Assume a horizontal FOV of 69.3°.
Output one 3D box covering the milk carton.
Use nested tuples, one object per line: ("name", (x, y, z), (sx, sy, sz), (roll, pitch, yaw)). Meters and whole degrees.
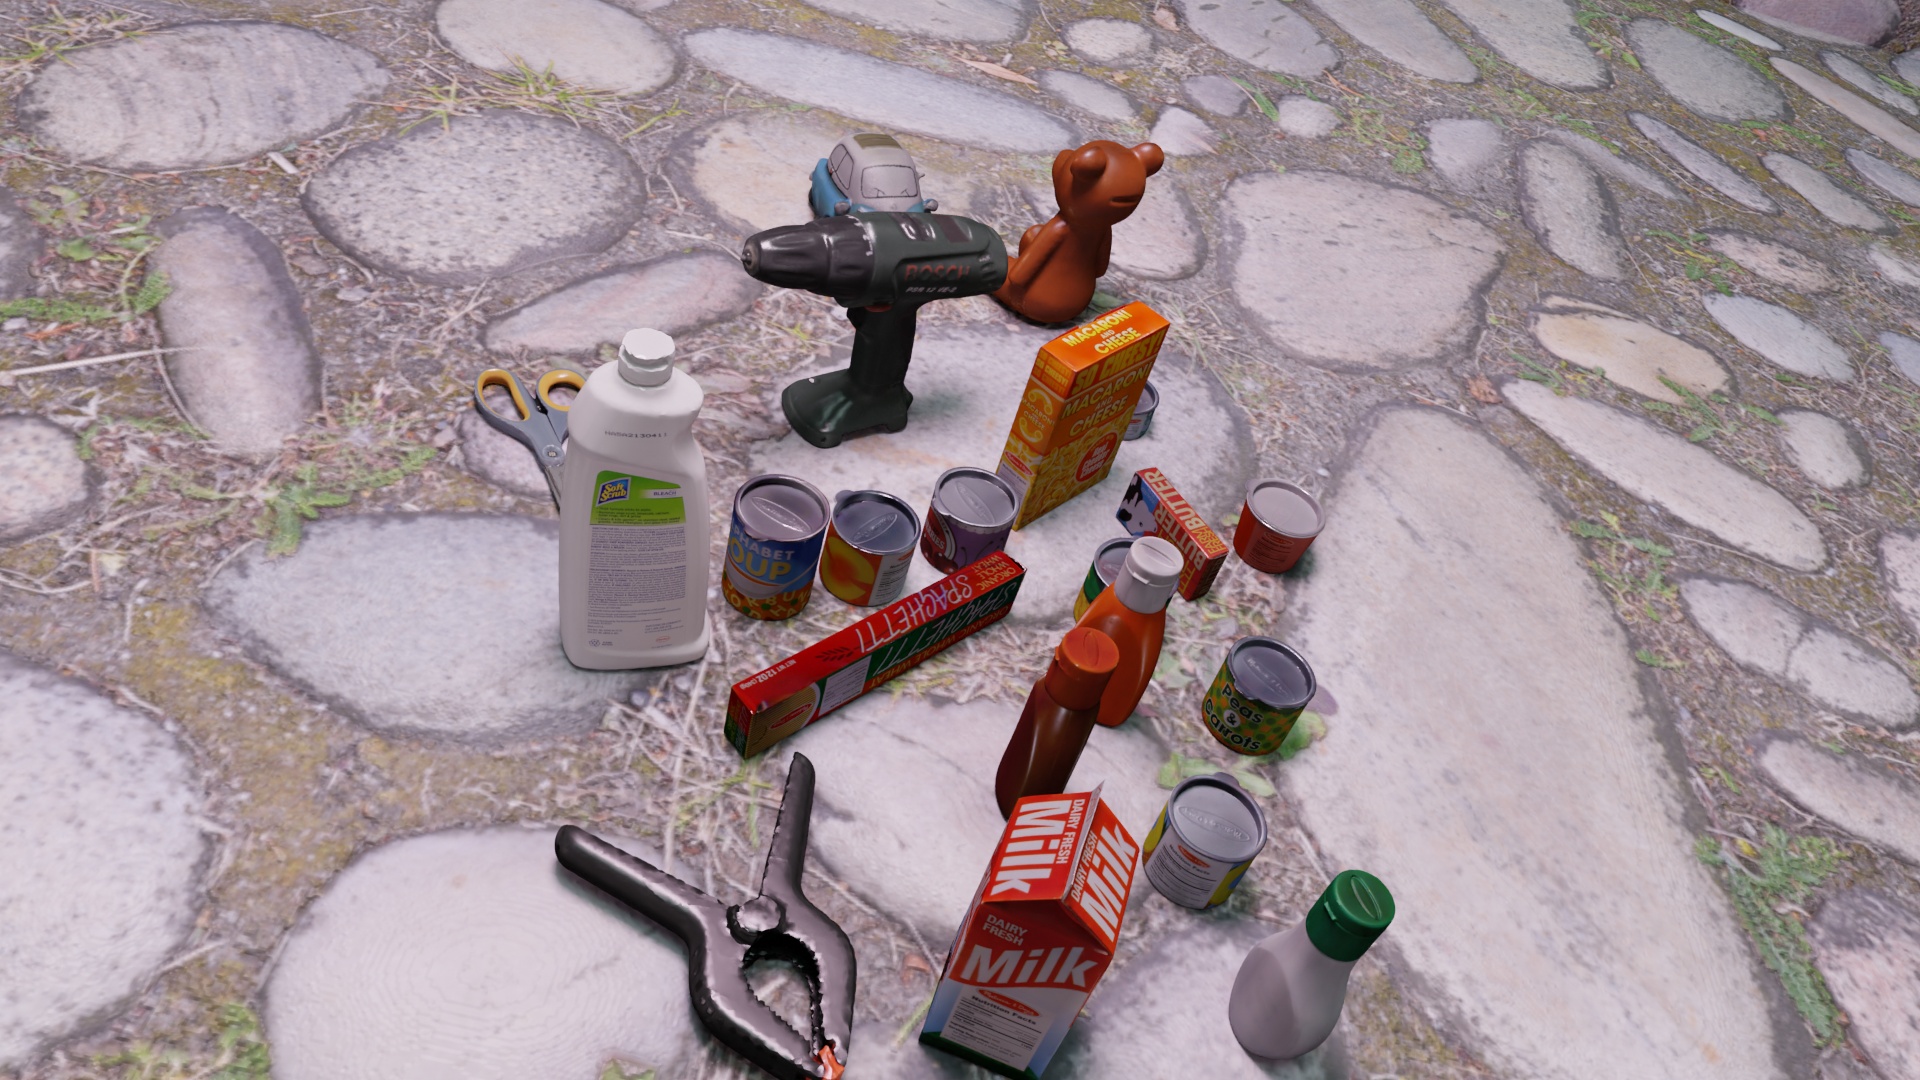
("milk carton", (0.041, 0.208, 0.745), (0.073, 0.189, 0.073), (22, 42, 4))

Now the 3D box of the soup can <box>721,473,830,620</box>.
("soup can", (-0.132, 0.007, 0.974), (0.071, 0.083, 0.072), (10, 43, -9))

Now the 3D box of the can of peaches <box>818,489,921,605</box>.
("can of peaches", (-0.069, 0.004, 1.018), (0.071, 0.057, 0.071), (10, 43, -9))

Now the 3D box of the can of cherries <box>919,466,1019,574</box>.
("can of cherries", (0.004, -0.013, 1.061), (0.071, 0.058, 0.072), (10, 43, -9))

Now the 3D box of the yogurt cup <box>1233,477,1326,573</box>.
("yogurt cup", (0.260, -0.010, 1.149), (0.072, 0.053, 0.073), (10, 43, -9))

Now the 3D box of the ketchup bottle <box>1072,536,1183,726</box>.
("ketchup bottle", (0.111, 0.062, 0.953), (0.065, 0.148, 0.044), (33, 44, 16))

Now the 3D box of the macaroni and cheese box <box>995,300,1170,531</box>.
("macaroni and cheese box", (0.091, -0.099, 1.100), (0.040, 0.165, 0.124), (40, 47, 22))

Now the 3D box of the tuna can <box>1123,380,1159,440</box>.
("tuna can", (0.141, -0.124, 1.242), (0.071, 0.032, 0.071), (10, 43, -9))

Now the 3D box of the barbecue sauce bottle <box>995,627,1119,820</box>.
("barbecue sauce bottle", (0.060, 0.116, 0.879), (0.044, 0.147, 0.065), (12, 43, -7))

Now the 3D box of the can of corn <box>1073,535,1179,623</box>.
("can of corn", (0.125, 0.039, 1.047), (0.071, 0.058, 0.071), (10, 43, -9))

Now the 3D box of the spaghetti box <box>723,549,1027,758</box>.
("spaghetti box", (-0.053, 0.073, 0.957), (0.251, 0.049, 0.029), (-26, 58, -38))

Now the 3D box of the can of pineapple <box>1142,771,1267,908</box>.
("can of pineapple", (0.158, 0.194, 0.898), (0.071, 0.057, 0.071), (10, 43, -9))

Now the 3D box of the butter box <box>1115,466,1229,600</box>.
("butter box", (0.169, -0.006, 1.114), (0.024, 0.052, 0.104), (-14, 51, -31))

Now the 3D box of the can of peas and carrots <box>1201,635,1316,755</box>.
("can of peas and carrots", (0.213, 0.113, 1.000), (0.071, 0.058, 0.071), (10, 43, -9))

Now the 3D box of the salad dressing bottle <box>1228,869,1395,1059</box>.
("salad dressing bottle", (0.200, 0.243, 0.795), (0.044, 0.146, 0.064), (-3, 47, -22))
